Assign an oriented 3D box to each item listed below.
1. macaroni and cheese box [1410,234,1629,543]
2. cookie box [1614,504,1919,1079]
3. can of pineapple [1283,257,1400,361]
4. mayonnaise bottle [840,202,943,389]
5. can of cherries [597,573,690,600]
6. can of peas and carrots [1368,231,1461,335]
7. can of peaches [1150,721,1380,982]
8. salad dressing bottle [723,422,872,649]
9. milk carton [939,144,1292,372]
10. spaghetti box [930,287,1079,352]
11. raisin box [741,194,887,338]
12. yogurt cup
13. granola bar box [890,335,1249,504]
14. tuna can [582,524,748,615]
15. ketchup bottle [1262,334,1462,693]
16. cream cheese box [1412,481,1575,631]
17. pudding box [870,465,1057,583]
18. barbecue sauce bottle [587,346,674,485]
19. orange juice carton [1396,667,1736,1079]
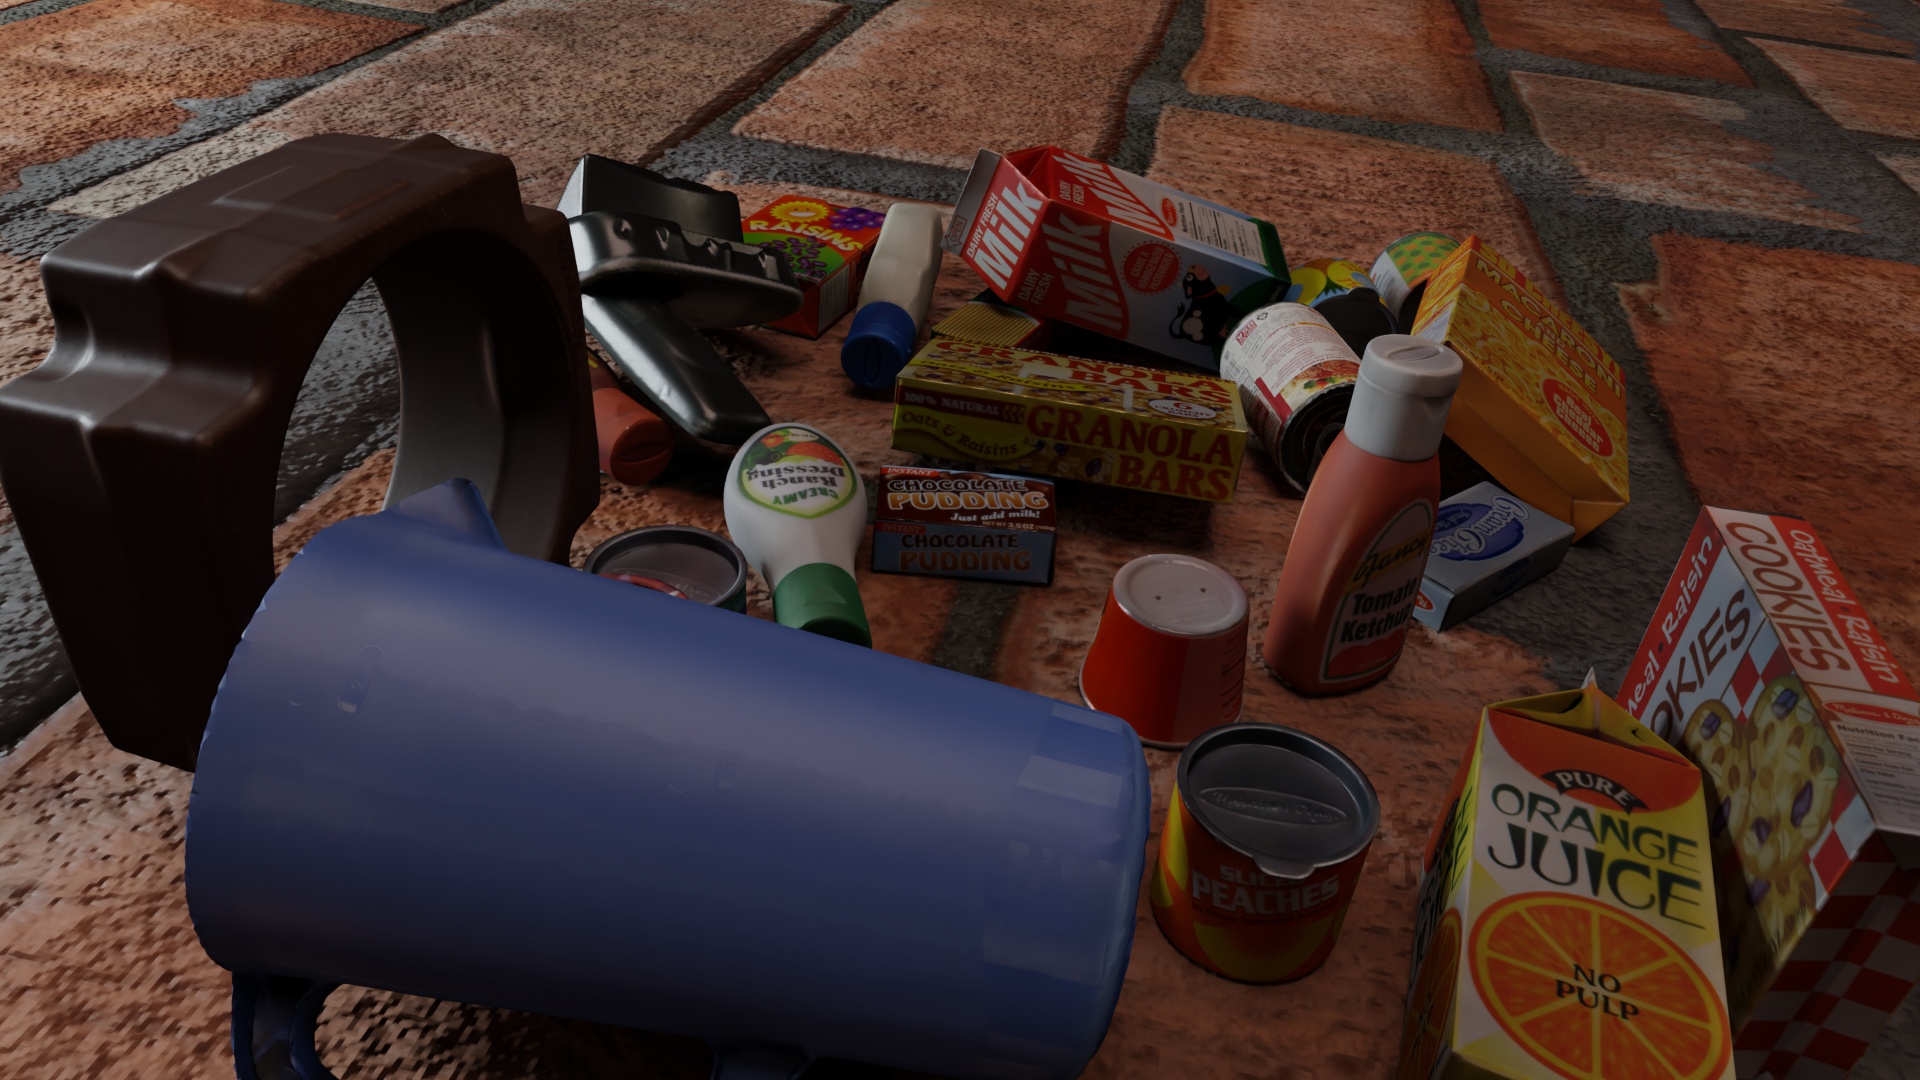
[{"bbox_3d":[0.303,-0.088,0.752,0.123,0.040,0.167,41,38,-3],"label":"macaroni and cheese box"},{"bbox_3d":[0.266,0.083,0.464,0.040,0.122,0.168,11,34,5],"label":"cookie box"},{"bbox_3d":[0.221,-0.128,0.821,0.071,0.070,0.058,4,34,-2],"label":"can of pineapple"},{"bbox_3d":[-0.039,-0.141,0.809,0.041,0.064,0.149,10,37,1],"label":"mayonnaise bottle"},{"bbox_3d":[-0.125,0.053,0.507,0.071,0.058,0.072,4,34,-2],"label":"can of cherries"},{"bbox_3d":[0.297,-0.152,0.870,0.071,0.070,0.059,4,34,-3],"label":"can of peas and carrots"},{"bbox_3d":[0.100,0.105,0.464,0.071,0.057,0.071,5,34,-3],"label":"can of peaches"},{"bbox_3d":[-0.067,0.003,0.603,0.064,0.043,0.148,-2,35,-14],"label":"salad dressing bottle"},{"bbox_3d":[0.089,-0.170,0.816,0.191,0.072,0.074,17,39,-11],"label":"milk carton"},{"bbox_3d":[0.061,-0.158,0.877,0.050,0.028,0.251,21,37,20],"label":"spaghetti box"},{"bbox_3d":[-0.100,-0.175,0.869,0.086,0.039,0.124,15,34,16],"label":"raisin box"},{"bbox_3d":[0.085,0.042,0.560,0.072,0.053,0.073,4,34,-3],"label":"yogurt cup"},{"bbox_3d":[0.057,-0.064,0.702,0.166,0.039,0.124,10,19,5],"label":"granola bar box"},{"bbox_3d":[-0.122,0.026,0.571,0.071,0.032,0.071,4,34,-3],"label":"tuna can"},{"bbox_3d":[0.165,-0.009,0.564,0.065,0.148,0.044,-14,37,-28],"label":"ketchup bottle"},{"bbox_3d":[0.241,0.005,0.665,0.104,0.024,0.053,-20,42,-33],"label":"cream cheese box"},{"bbox_3d":[0.002,-0.008,0.643,0.084,0.030,0.050,5,33,-2],"label":"pudding box"},{"bbox_3d":[-0.201,-0.074,0.699,0.065,0.043,0.149,-19,41,-43],"label":"barbecue sauce bottle"},{"bbox_3d":[0.189,0.121,0.441,0.073,0.071,0.194,16,35,14],"label":"orange juice carton"}]
